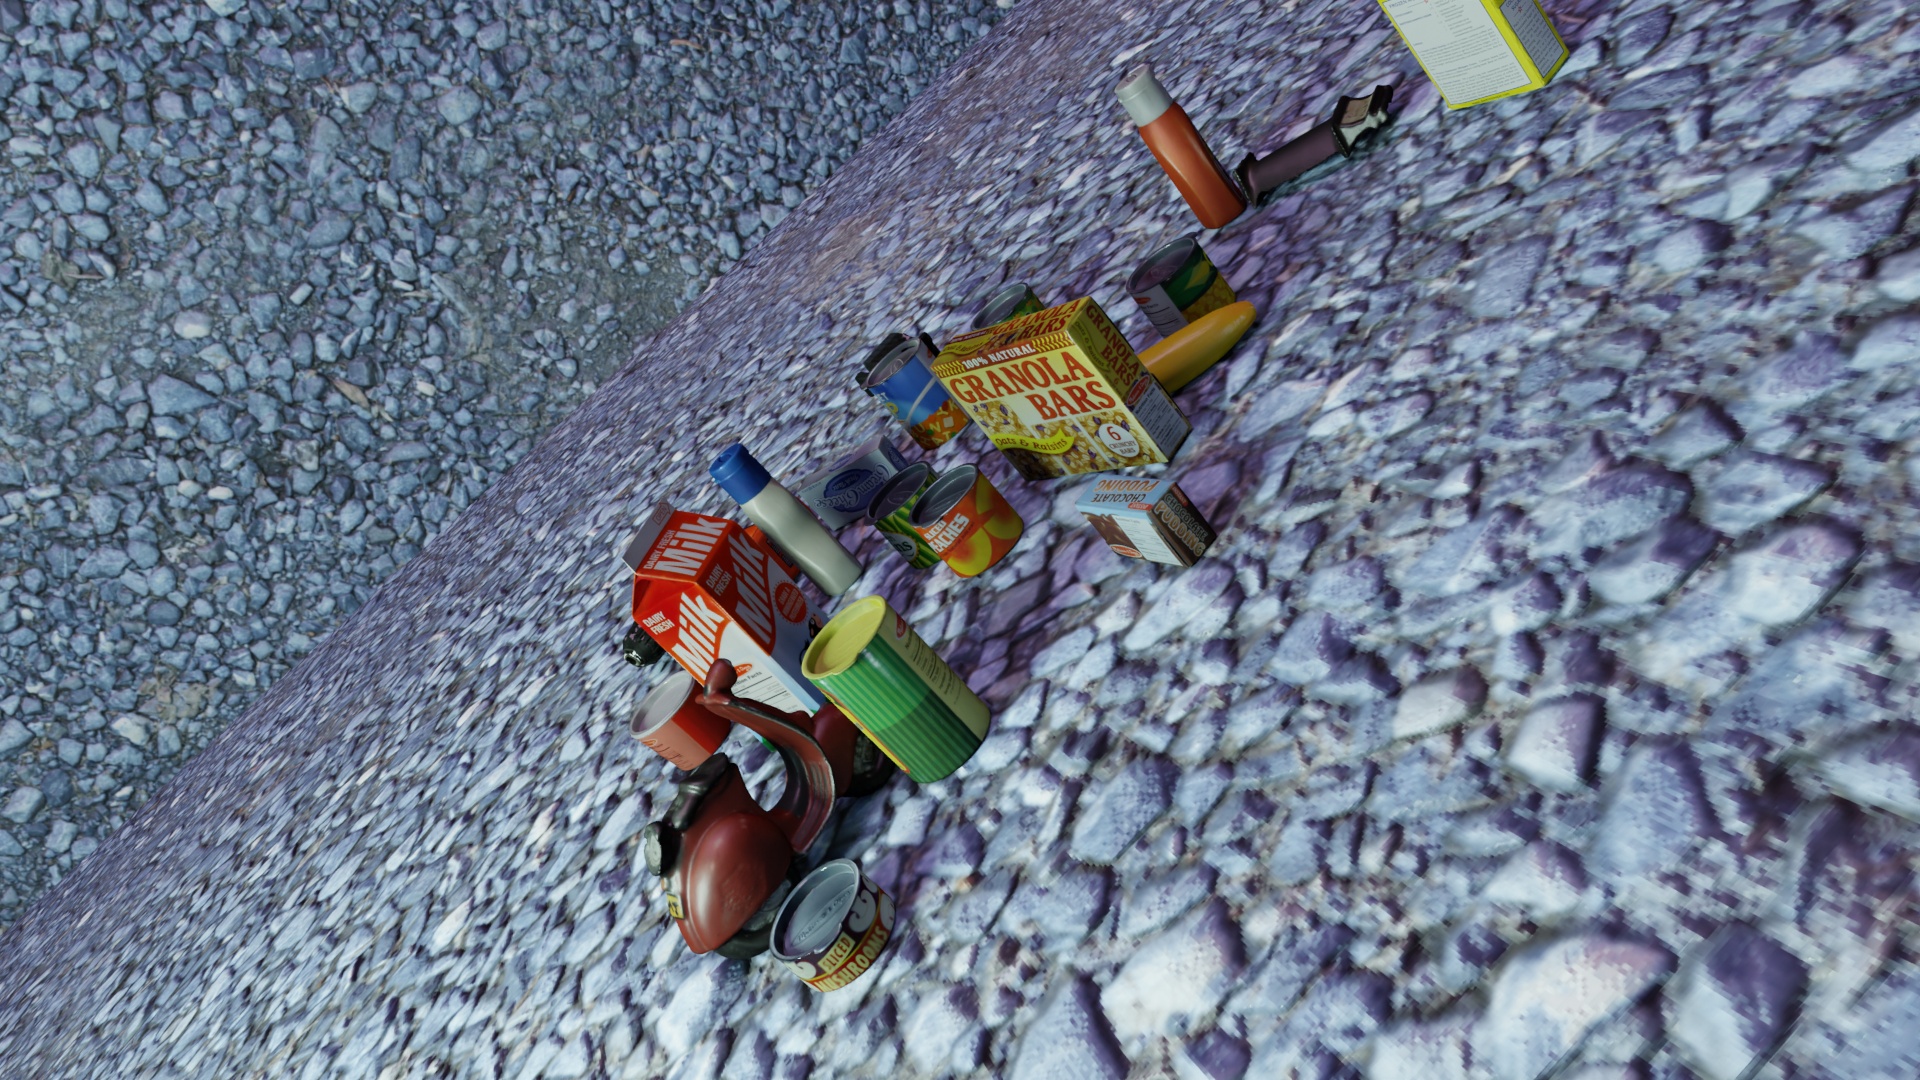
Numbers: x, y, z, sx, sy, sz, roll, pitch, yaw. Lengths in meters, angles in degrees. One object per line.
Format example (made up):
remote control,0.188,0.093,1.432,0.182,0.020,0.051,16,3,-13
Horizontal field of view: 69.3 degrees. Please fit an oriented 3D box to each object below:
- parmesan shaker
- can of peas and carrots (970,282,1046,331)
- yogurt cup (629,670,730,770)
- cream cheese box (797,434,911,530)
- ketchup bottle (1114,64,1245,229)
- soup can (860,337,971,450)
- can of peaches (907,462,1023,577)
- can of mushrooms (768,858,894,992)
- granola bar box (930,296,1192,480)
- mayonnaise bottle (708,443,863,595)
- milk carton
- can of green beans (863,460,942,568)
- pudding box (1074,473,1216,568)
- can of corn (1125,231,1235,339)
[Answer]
parmesan shaker,-0.038,0.093,0.844,0.071,0.103,0.071,-34,23,17
can of peas and carrots,0.053,-0.193,1.274,0.071,0.058,0.071,-34,23,17
yogurt cup,-0.221,0.146,1.106,0.072,0.054,0.073,-34,23,17
cream cheese box,-0.092,-0.051,1.257,0.103,0.053,0.024,-26,27,33
ketchup bottle,0.190,-0.341,1.206,0.043,0.148,0.065,-36,23,13
soup can,-0.039,-0.133,1.280,0.071,0.083,0.072,-34,23,17
can of peaches,0.004,-0.013,1.028,0.071,0.058,0.071,-34,23,17
can of mushrooms,-0.070,0.214,0.767,0.071,0.033,0.071,-34,23,17
granola bar box,0.070,-0.105,1.003,0.165,0.124,0.039,-5,42,56
mayonnaise bottle,-0.146,-0.017,1.159,0.041,0.148,0.065,-47,23,-13
milk carton,-0.162,0.056,0.994,0.073,0.190,0.073,-26,27,33
can of green beans,-0.032,-0.020,1.098,0.071,0.057,0.071,-34,23,17
pudding box,0.114,-0.013,0.863,0.030,0.049,0.083,-48,23,-15
can of corn,0.174,-0.196,1.086,0.071,0.058,0.071,-34,23,17
